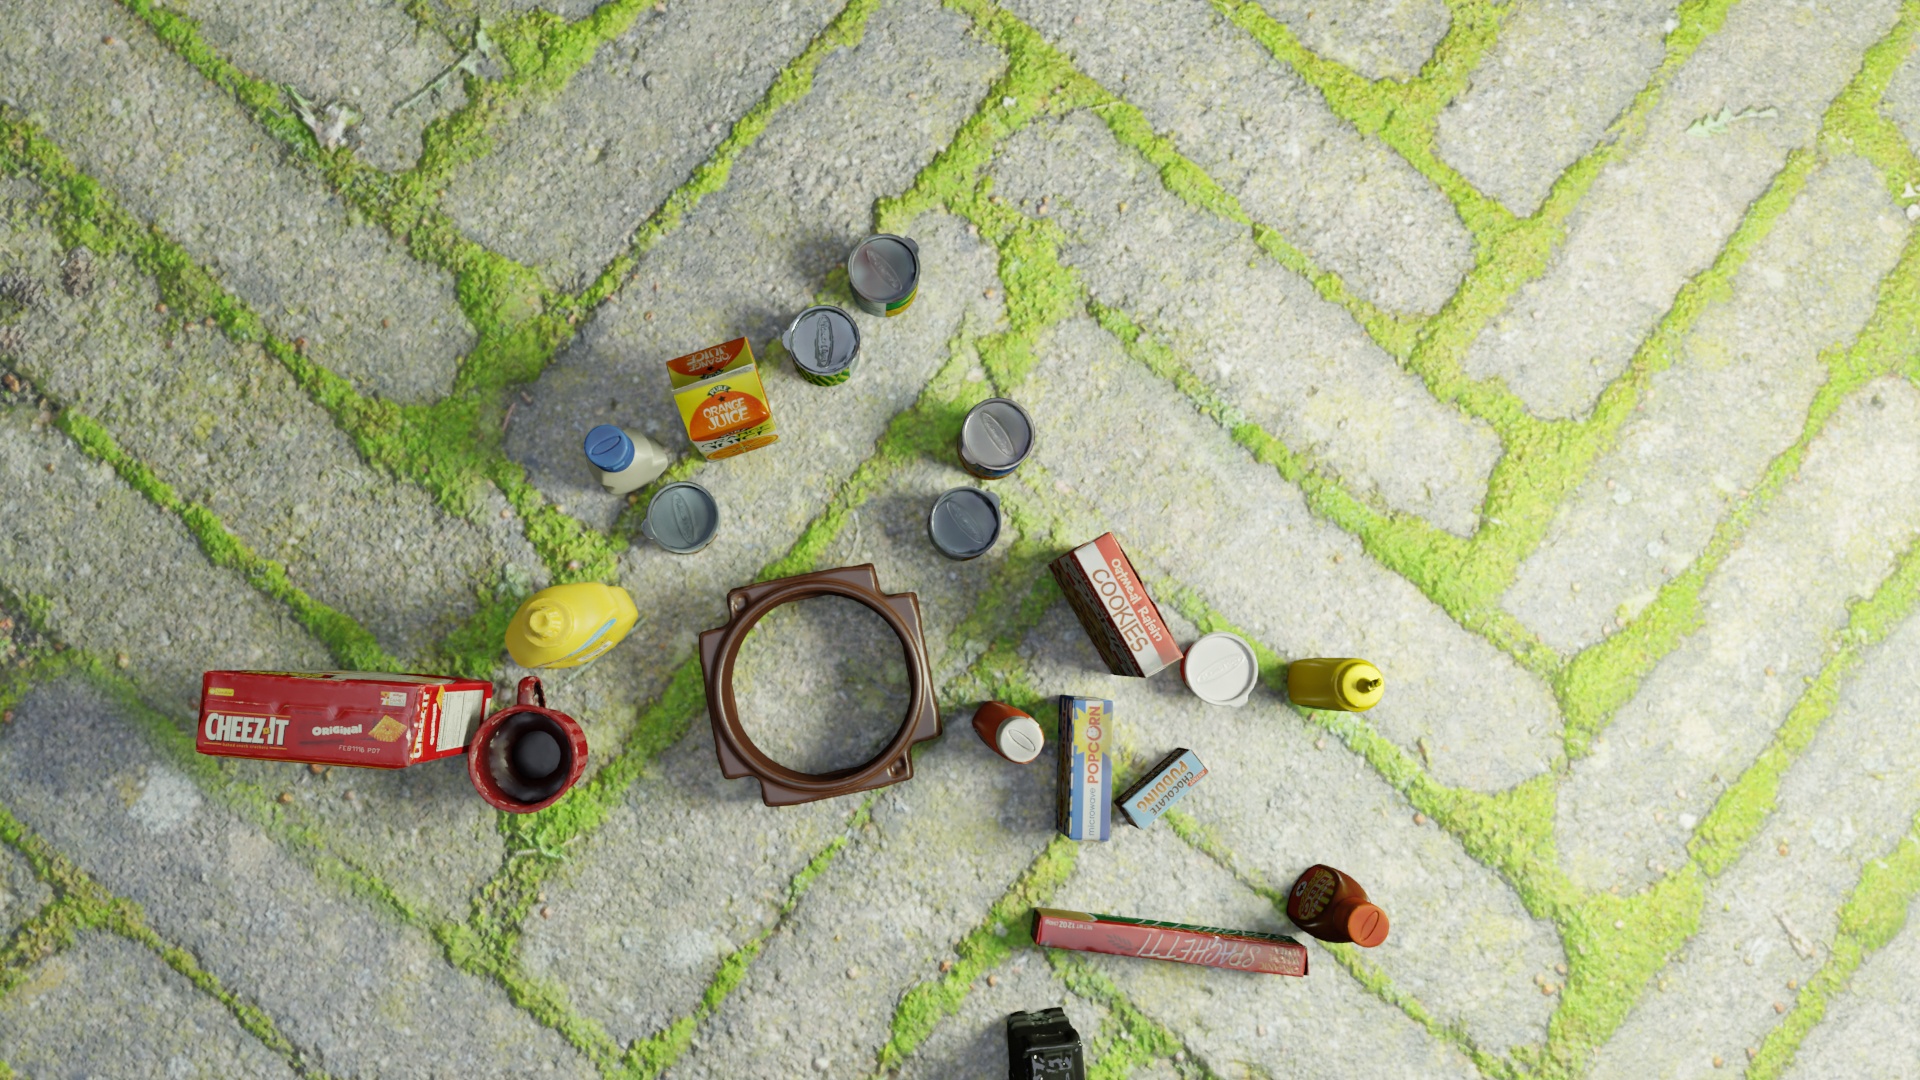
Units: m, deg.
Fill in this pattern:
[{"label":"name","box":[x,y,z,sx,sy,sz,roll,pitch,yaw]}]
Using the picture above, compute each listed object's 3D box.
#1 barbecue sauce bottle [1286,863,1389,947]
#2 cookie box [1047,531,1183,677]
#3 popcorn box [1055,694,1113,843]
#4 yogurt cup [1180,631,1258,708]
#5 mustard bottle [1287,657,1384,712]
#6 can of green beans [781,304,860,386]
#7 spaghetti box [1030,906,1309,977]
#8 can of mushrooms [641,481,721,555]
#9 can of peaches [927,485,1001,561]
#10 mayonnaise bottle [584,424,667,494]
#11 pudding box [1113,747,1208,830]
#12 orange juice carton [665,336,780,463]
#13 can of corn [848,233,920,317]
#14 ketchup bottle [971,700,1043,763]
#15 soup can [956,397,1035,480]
[{"label":"barbecue sauce bottle","box":[0.336,0.328,1.231,0.043,0.148,0.065,33,84,-1]},{"label":"cookie box","box":[0.134,0.059,1.232,0.040,0.167,0.123,-30,88,-6]},{"label":"popcorn box","box":[0.111,0.205,1.258,0.038,0.085,0.126,3,85,-4]},{"label":"yogurt cup","box":[0.237,0.119,1.291,0.072,0.054,0.072,0,85,-4]},{"label":"mustard bottle","box":[0.342,0.129,1.244,0.065,0.160,0.049,2,85,-4]},{"label":"can of green beans","box":[-0.126,-0.180,1.291,0.071,0.058,0.071,0,85,-4]},{"label":"spaghetti box","box":[0.190,0.366,1.266,0.250,0.050,0.028,8,85,-3]},{"label":"can of mushrooms","box":[-0.256,-0.019,1.279,0.071,0.033,0.071,0,85,-4]},{"label":"can of peaches","box":[0.005,-0.016,1.285,0.071,0.058,0.071,0,85,-4]},{"label":"mayonnaise bottle","box":[-0.299,-0.073,1.223,0.065,0.148,0.041,-30,88,-6]},{"label":"pudding box","box":[0.185,0.228,1.279,0.084,0.049,0.030,-38,89,-6]},{"label":"orange juice carton","box":[-0.206,-0.123,1.212,0.072,0.192,0.073,-18,87,-5]},{"label":"can of corn","box":[-0.070,-0.249,1.302,0.071,0.058,0.071,0,85,-4]},{"label":"ketchup bottle","box":[0.046,0.171,1.225,0.065,0.148,0.043,37,84,0]},{"label":"soup can","box":[0.029,-0.091,1.281,0.071,0.083,0.071,0,85,-4]}]
